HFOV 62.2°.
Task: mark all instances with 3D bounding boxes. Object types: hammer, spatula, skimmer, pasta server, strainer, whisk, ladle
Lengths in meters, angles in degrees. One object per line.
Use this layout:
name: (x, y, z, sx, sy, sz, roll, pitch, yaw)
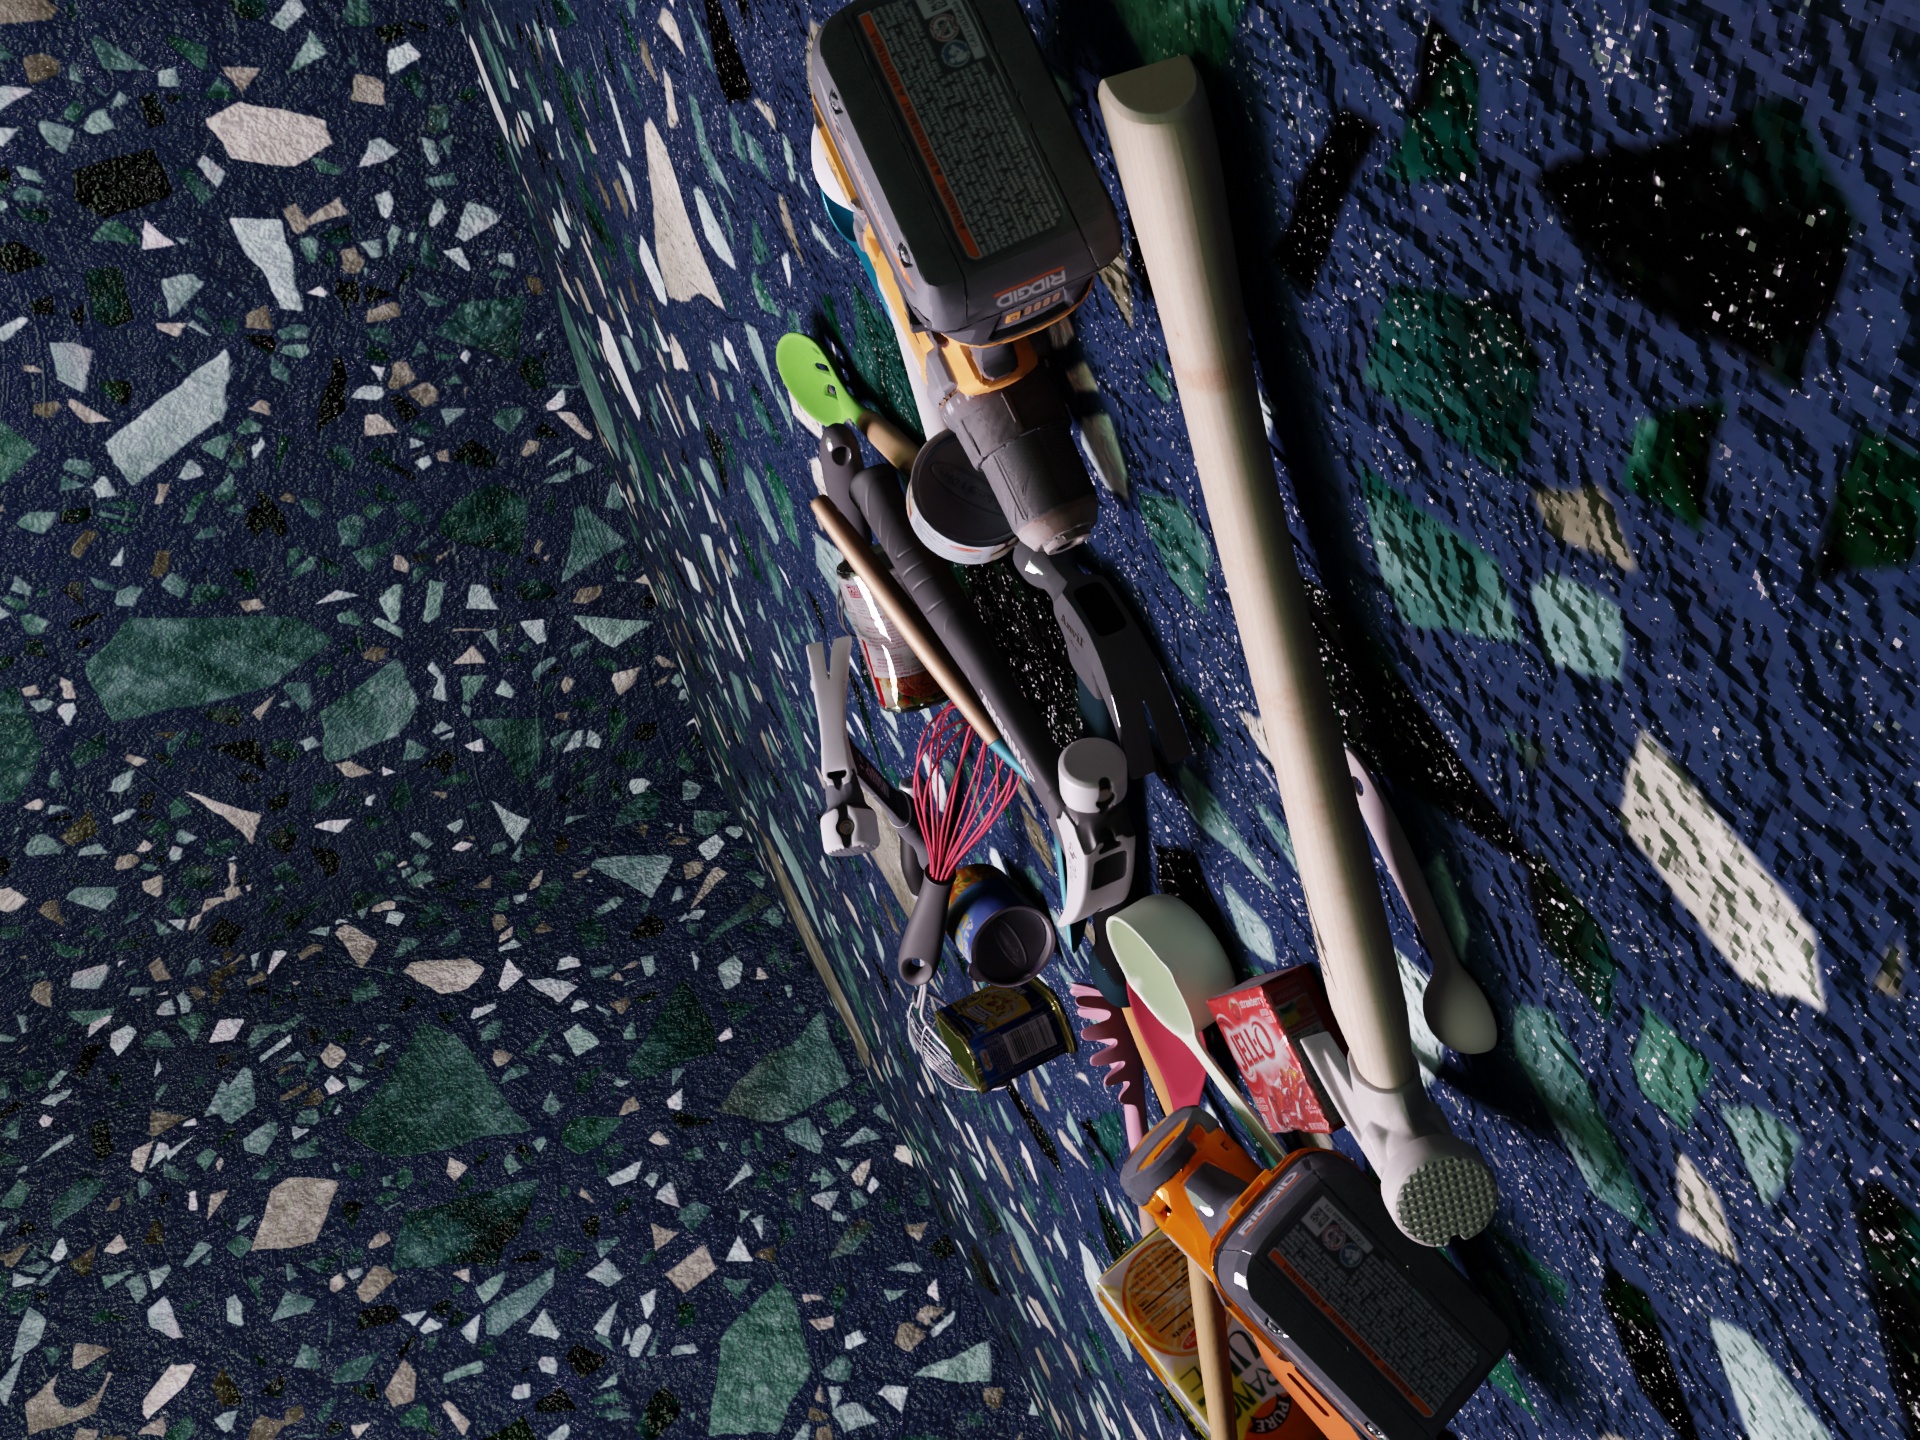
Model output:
hammer: (0.009, -0.033, 0.884, 0.146, 0.035, 0.335, 82, 163, -48)
spatula: (0.159, 0.276, 0.940, 0.081, 0.041, 0.323, 103, 150, -54)
skimmer: (-0.008, 0.203, 1.500, 0.127, 0.090, 0.363, -128, 29, -54)
pasta server: (0.120, 0.316, 1.096, 0.060, 0.040, 0.316, -101, 0, -68)
strainer: (-0.033, -0.233, 0.841, 0.087, 0.050, 0.258, 31, 148, 45)
whisk: (-0.010, 0.095, 1.116, 0.073, 0.073, 0.295, 57, 148, 36)
hammer: (0.081, 0.053, 0.878, 0.330, 0.033, 0.128, 81, 162, -47)
whisk: (-0.069, -0.125, 1.105, 0.055, 0.055, 0.238, 60, 169, 28)
hammer: (0.115, -0.023, 0.577, 0.146, 0.038, 0.410, -100, -6, -76)
spatula: (-0.002, -0.003, 0.980, 0.317, 0.044, 0.082, 54, -165, -2)
ladle: (0.136, 0.288, 0.911, 0.069, 0.031, 0.315, -7, 91, 64)
hammer: (-0.053, 0.058, 1.205, 0.408, 0.036, 0.149, 60, -160, -74)

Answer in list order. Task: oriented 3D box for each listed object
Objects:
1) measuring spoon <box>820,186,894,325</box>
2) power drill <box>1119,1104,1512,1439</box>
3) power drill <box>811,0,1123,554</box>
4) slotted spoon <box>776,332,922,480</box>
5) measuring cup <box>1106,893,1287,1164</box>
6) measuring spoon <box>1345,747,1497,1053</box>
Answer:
measuring spoon: (-0.038, -0.250, 0.888, 0.128, 0.021, 0.042, 61, 163, -15)
power drill: (0.170, 0.270, 0.765, 0.164, 0.084, 0.226, 46, 169, 1)
power drill: (0.011, -0.169, 0.644, 0.226, 0.084, 0.185, 90, 156, -85)
slotted spoon: (-0.048, -0.180, 1.013, 0.314, 0.031, 0.070, 48, 158, 49)
measuring cup: (0.140, 0.164, 0.840, 0.167, 0.038, 0.083, 55, 165, 8)
measuring spoon: (0.166, 0.069, 0.598, 0.034, 0.018, 0.124, 139, 108, -77)
